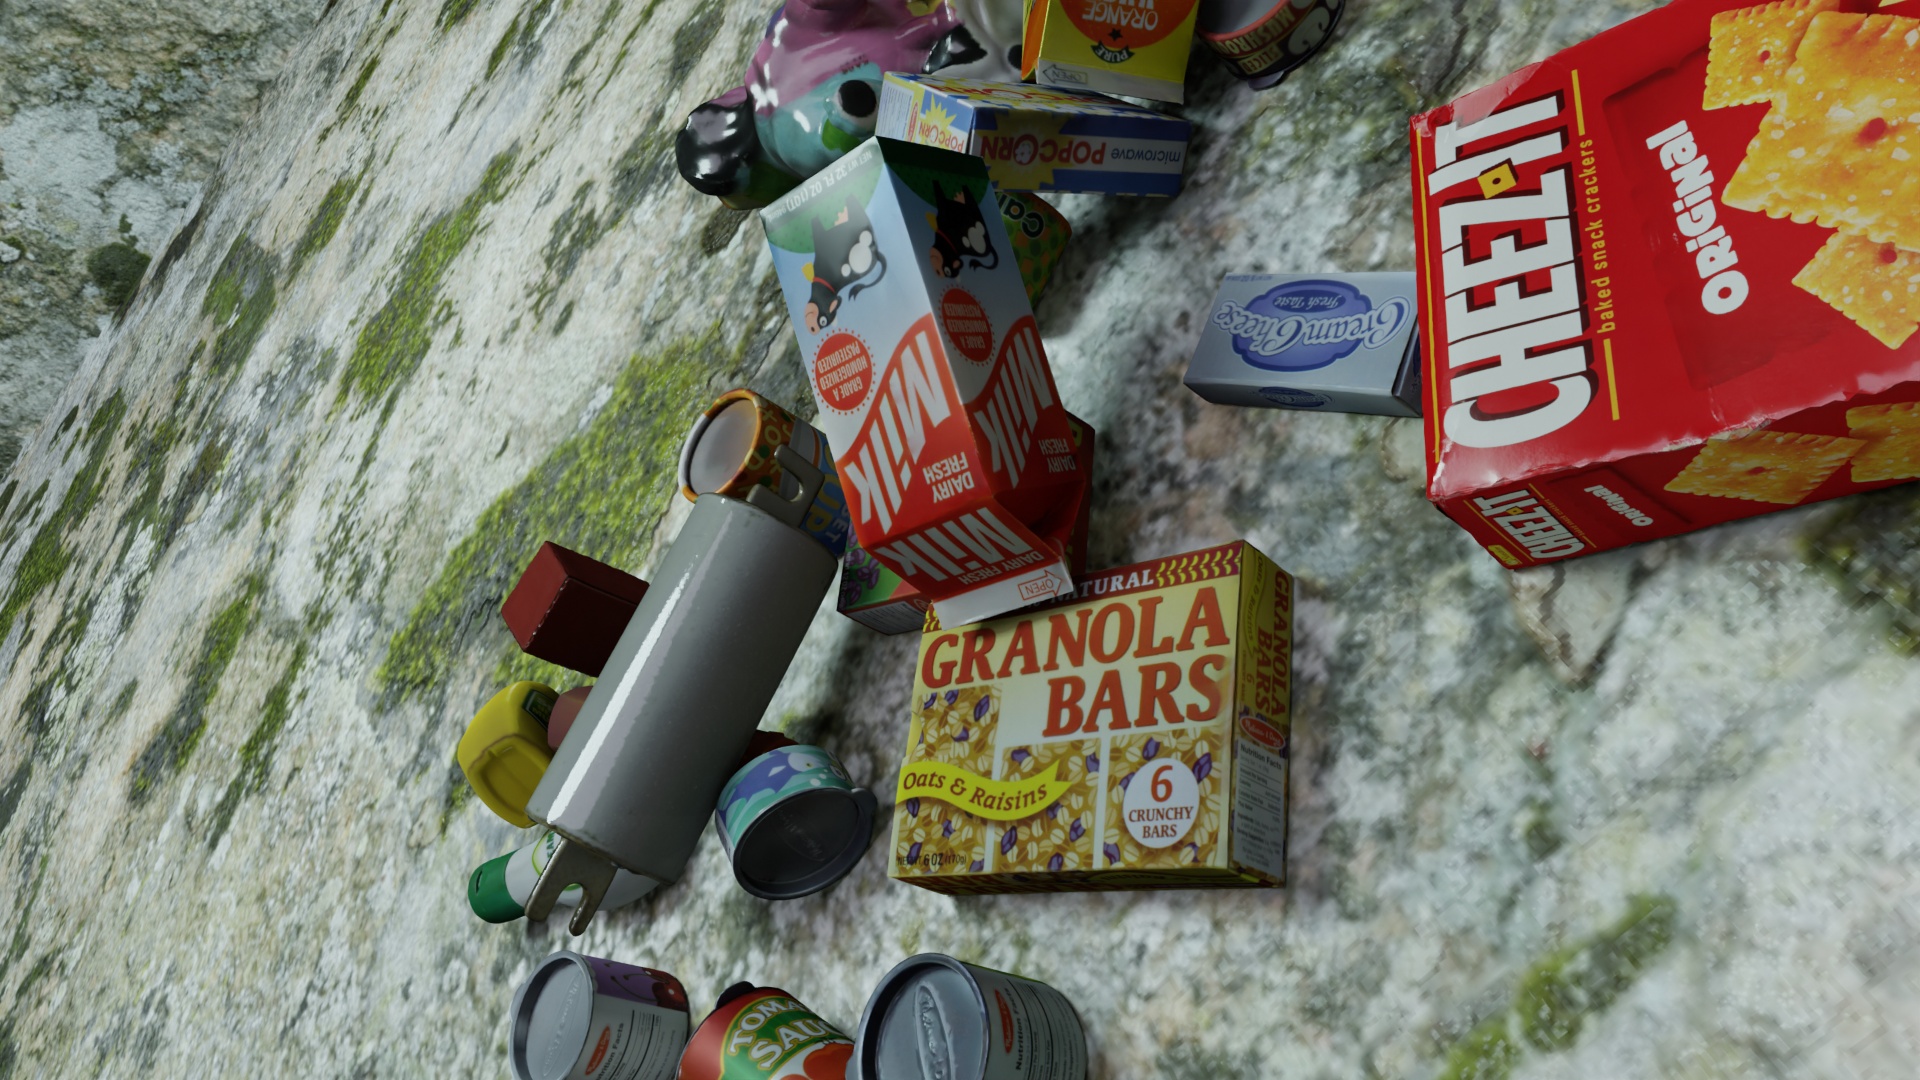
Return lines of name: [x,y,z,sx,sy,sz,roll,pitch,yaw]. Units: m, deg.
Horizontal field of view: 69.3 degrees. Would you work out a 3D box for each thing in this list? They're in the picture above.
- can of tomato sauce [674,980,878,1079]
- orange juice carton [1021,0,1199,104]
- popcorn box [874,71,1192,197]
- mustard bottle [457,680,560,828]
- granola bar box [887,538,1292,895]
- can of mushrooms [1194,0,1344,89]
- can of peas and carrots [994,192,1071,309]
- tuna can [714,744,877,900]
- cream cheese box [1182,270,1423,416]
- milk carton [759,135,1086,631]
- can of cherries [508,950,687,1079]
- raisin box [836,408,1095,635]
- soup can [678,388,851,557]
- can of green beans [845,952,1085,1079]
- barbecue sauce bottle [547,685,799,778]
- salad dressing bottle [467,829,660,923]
can of tomato sauce: [-0.065,0.226,0.559,0.083,0.071,0.071,14,78,48]
orange juice carton: [0.073,-0.286,0.689,0.072,0.072,0.193,108,167,-56]
popcorn box: [0.035,-0.193,0.661,0.085,0.127,0.038,41,129,48]
mustard bottle: [-0.254,0.113,0.811,0.049,0.065,0.160,-39,18,-5]
granola bar box: [0.048,0.075,0.555,0.165,0.039,0.124,-14,58,40]
can of mushrooms: [0.144,-0.252,0.655,0.071,0.033,0.071,-23,53,34]
can of peas and carrots: [0.014,-0.144,0.694,0.071,0.071,0.059,23,84,49]
tuna can: [-0.074,0.126,0.629,0.071,0.071,0.033,-51,41,10]
cream cheese box: [0.143,-0.081,0.562,0.104,0.024,0.053,11,76,48]
milk carton: [-0.009,-0.061,0.575,0.072,0.073,0.190,-21,83,37]
can of cherries: [-0.176,0.236,0.673,0.071,0.058,0.072,-23,54,36]
raisin box: [0.002,-0.008,0.651,0.123,0.040,0.086,-15,57,41]
soup can: [-0.093,-0.033,0.728,0.071,0.083,0.071,-24,52,34]
can of green beans: [0.004,0.192,0.517,0.071,0.058,0.071,-23,53,35]
barbecue sauce bottle: [-0.144,0.107,0.717,0.148,0.065,0.044,6,81,38]
salad dressing bottle: [-0.212,0.175,0.756,0.147,0.044,0.064,-26,48,33]
